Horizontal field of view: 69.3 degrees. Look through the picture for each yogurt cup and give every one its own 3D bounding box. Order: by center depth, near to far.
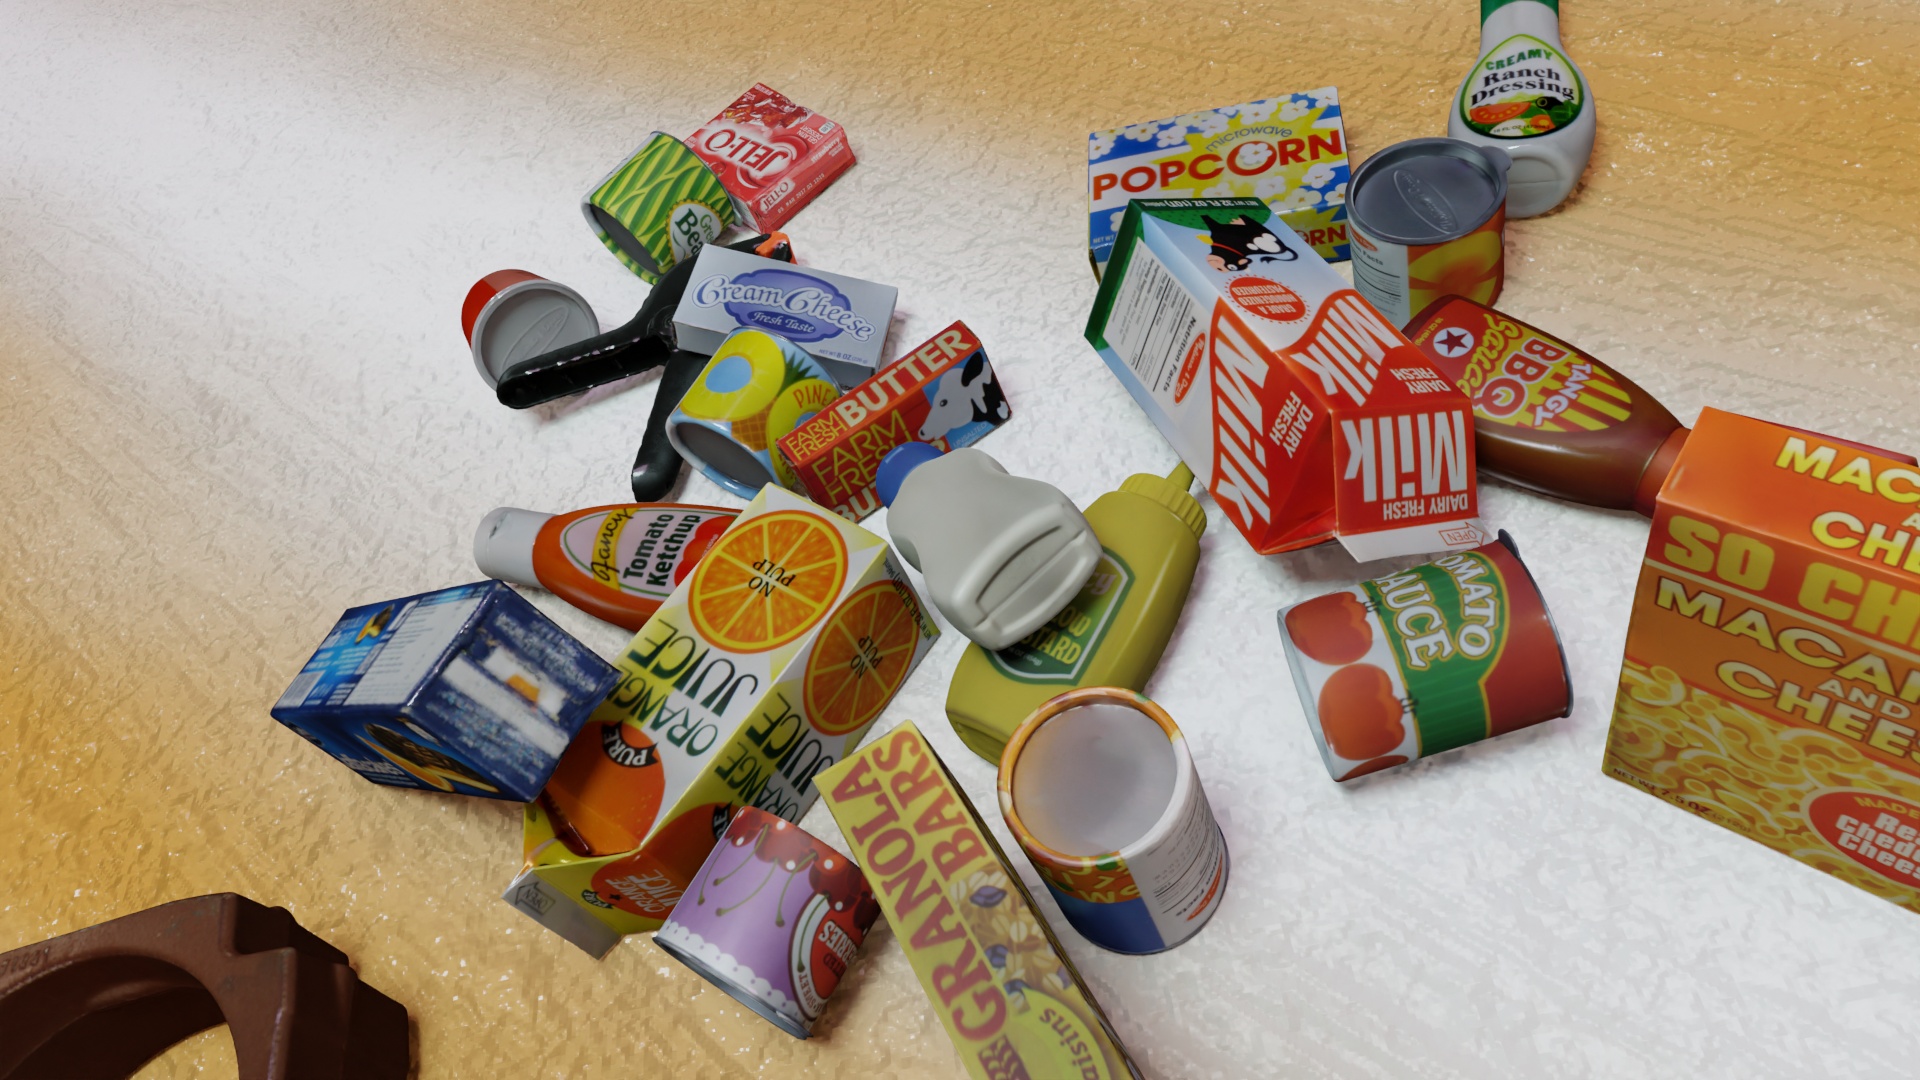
[{"bbox_3d":[-0.236,-0.114,0.752,0.072,0.072,0.054,-40,40,-11],"label":"yogurt cup"}]

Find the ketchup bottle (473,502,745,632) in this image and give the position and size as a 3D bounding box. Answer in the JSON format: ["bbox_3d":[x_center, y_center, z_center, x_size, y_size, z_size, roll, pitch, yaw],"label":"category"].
[{"bbox_3d":[-0.158,0.010,0.648,0.149,0.043,0.065,7,56,25],"label":"ketchup bottle"}]

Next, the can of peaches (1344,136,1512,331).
[{"bbox_3d":[0.208,-0.135,0.613,0.071,0.057,0.071,-10,52,13],"label":"can of peaches"}]

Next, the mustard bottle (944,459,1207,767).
[{"bbox_3d":[0.058,0.021,0.559,0.065,0.048,0.161,20,64,33],"label":"mustard bottle"}]

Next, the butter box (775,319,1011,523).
[{"bbox_3d":[-0.029,-0.052,0.640,0.103,0.053,0.024,-34,50,-7],"label":"butter box"}]

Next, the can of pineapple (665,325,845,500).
[{"bbox_3d":[-0.096,-0.059,0.661,0.071,0.070,0.058,16,63,29],"label":"can of pineapple"}]

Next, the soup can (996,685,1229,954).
[{"bbox_3d":[0.052,0.097,0.484,0.071,0.083,0.072,-10,53,14],"label":"soup can"}]

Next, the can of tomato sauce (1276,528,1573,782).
[{"bbox_3d":[0.162,0.042,0.494,0.083,0.071,0.071,-18,52,7],"label":"can of tomato sauce"}]

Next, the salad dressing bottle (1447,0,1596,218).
[{"bbox_3d":[0.267,-0.220,0.663,0.064,0.043,0.148,0,55,21],"label":"salad dressing bottle"}]

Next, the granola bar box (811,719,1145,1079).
[{"bbox_3d":[0.024,0.149,0.430,0.039,0.123,0.166,-32,51,-5],"label":"granola bar box"}]

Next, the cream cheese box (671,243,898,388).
[{"bbox_3d":[-0.087,-0.113,0.700,0.104,0.024,0.053,13,61,1],"label":"cream cheese box"}]

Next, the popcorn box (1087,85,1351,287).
[{"bbox_3d":[0.127,-0.170,0.680,0.126,0.038,0.085,-7,53,15],"label":"popcorn box"}]

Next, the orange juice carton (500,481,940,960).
[{"bbox_3d":[-0.099,0.077,0.560,0.073,0.071,0.193,25,66,33],"label":"orange juice carton"}]

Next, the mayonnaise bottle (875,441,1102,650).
[{"bbox_3d":[0.002,-0.007,0.568,0.065,0.041,0.148,-42,25,-3],"label":"mayonnaise bottle"}]

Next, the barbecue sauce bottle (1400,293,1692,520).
[{"bbox_3d":[0.239,-0.044,0.545,0.065,0.043,0.149,-44,54,-15],"label":"barbecue sauce bottle"}]

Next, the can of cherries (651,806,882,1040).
[{"bbox_3d":[-0.066,0.140,0.507,0.071,0.071,0.058,19,63,30],"label":"can of cherries"}]

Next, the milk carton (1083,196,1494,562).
[{"bbox_3d":[0.131,-0.059,0.561,0.072,0.073,0.191,-6,45,-27],"label":"milk carton"}]

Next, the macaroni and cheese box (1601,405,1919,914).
[{"bbox_3d":[0.258,0.043,0.397,0.124,0.165,0.040,25,66,32],"label":"macaroni and cheese box"}]

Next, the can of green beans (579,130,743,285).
[{"bbox_3d":[-0.169,-0.185,0.779,0.071,0.071,0.058,30,70,34],"label":"can of green beans"}]
